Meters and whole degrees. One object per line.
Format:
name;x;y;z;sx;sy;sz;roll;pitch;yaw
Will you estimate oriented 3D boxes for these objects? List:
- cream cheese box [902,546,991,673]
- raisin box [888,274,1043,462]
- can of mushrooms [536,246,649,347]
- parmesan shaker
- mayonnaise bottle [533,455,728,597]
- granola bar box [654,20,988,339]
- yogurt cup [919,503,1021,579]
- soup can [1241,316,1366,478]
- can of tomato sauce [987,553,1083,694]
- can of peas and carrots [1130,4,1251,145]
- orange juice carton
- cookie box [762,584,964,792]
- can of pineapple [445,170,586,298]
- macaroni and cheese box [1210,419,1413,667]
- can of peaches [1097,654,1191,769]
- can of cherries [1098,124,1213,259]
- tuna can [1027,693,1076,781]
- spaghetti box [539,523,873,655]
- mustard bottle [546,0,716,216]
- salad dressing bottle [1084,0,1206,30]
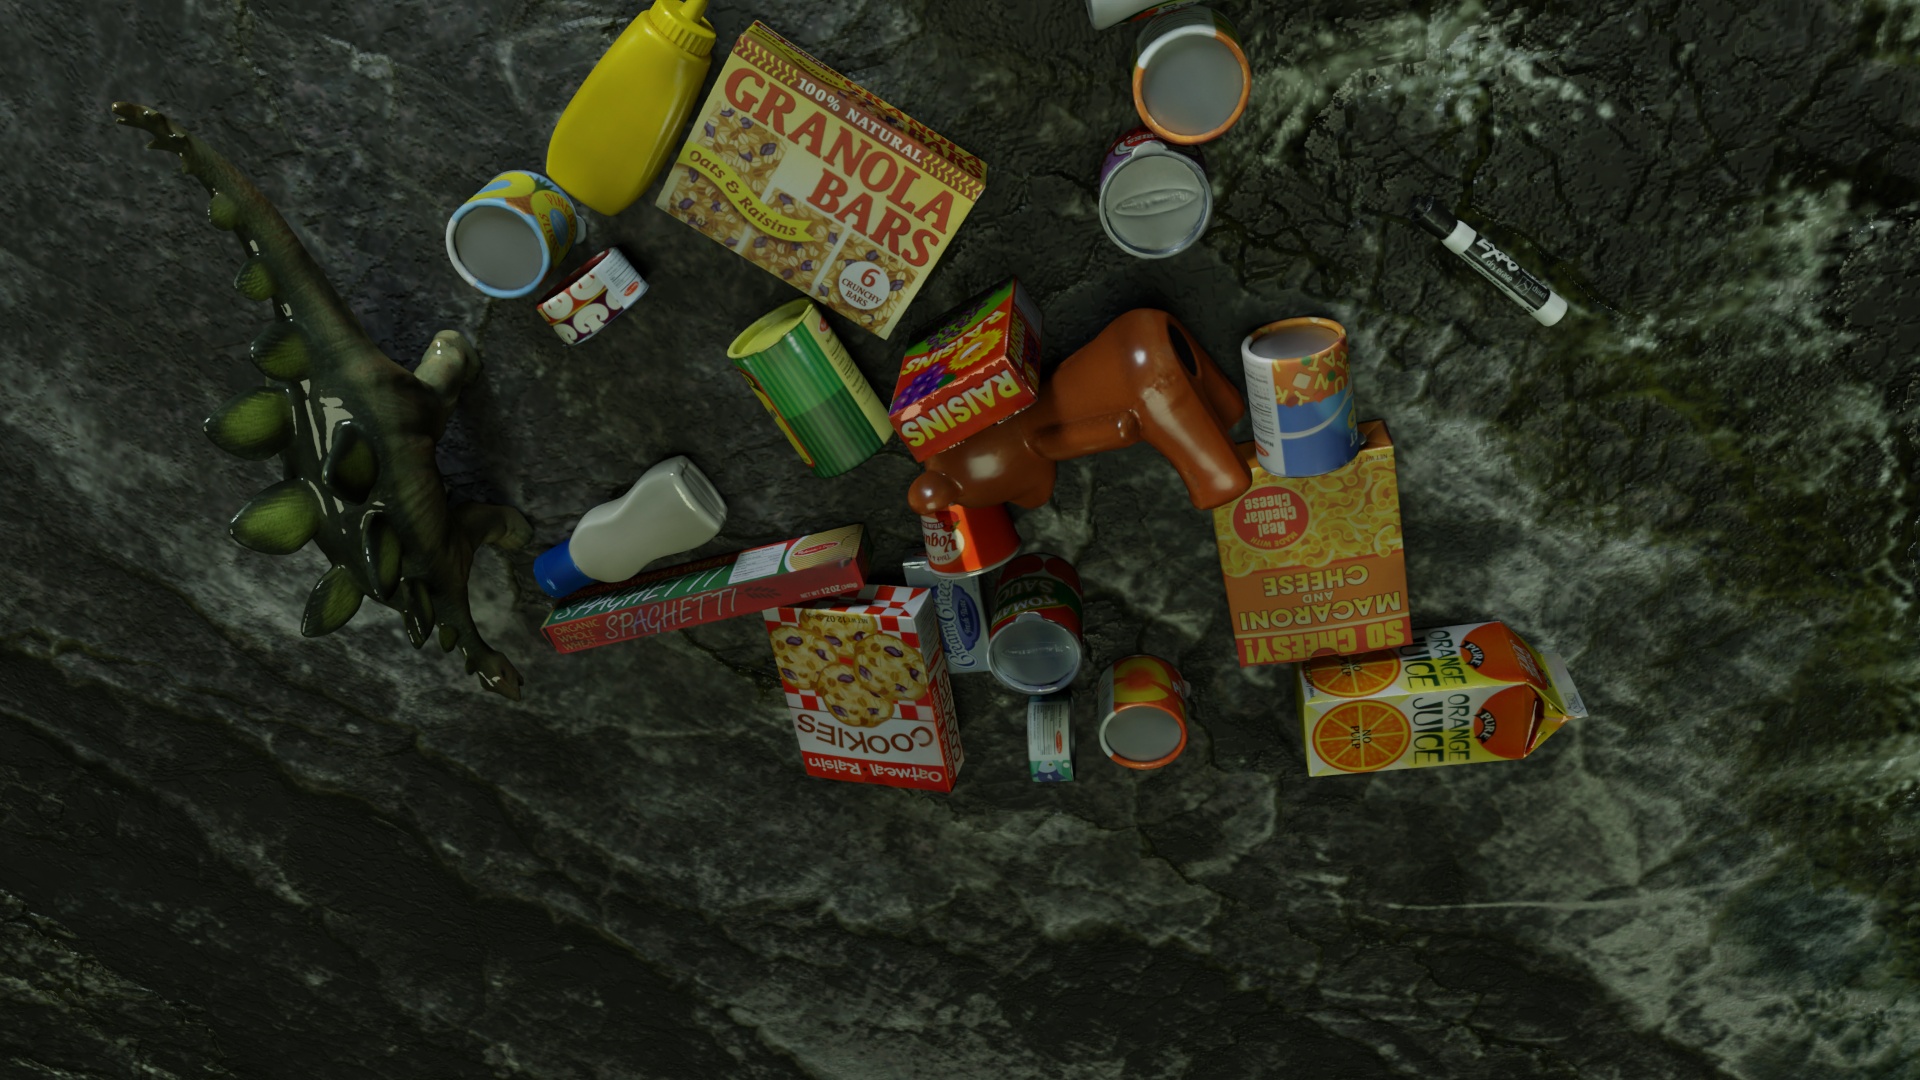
cream cheese box;-0.006;0.052;1.026;0.053;0.024;0.103;-5;121;10
raisin box;0.005;-0.108;0.866;0.086;0.124;0.040;-26;116;19
can of mushrooms;-0.238;-0.156;0.892;0.071;0.071;0.033;-27;116;20
parmesan shaker;-0.097;-0.098;0.912;0.071;0.072;0.102;-24;117;19
mayonnaise bottle;-0.243;-0.004;1.004;0.148;0.041;0.064;-26;115;21
granola bar box;-0.085;-0.218;0.855;0.165;0.039;0.123;29;121;-13
yogurt cup;0.003;-0.012;0.963;0.072;0.073;0.053;-12;112;13
soup can;0.221;-0.093;0.890;0.071;0.072;0.083;-9;121;11
can of tomato sauce;0.054;0.057;0.989;0.071;0.083;0.070;2;122;4
can of peas and carrots;0.132;-0.264;0.794;0.071;0.059;0.070;3;123;4
orange juice carton;0.343;0.113;1.005;0.193;0.072;0.072;-7;122;10
cookie box;-0.071;0.111;1.044;0.123;0.040;0.166;3;124;21
can of pineapple;-0.281;-0.193;0.877;0.071;0.058;0.070;2;122;4
macaroni and cheese box;0.242;0.007;0.966;0.124;0.040;0.165;-9;121;12
can of peaches;0.139;0.129;1.041;0.071;0.058;0.071;3;122;4
can of cherries;0.116;-0.212;0.829;0.071;0.059;0.071;3;123;5
tuna can;0.070;0.151;1.059;0.033;0.071;0.070;-3;122;8
spaghetti box;-0.186;0.036;1.018;0.250;0.050;0.028;-13;119;13
mustard bottle;-0.186;-0.270;0.826;0.065;0.049;0.159;35;118;-16
salad dressing bottle;0.141;-0.319;0.760;0.148;0.064;0.043;-13;111;4
